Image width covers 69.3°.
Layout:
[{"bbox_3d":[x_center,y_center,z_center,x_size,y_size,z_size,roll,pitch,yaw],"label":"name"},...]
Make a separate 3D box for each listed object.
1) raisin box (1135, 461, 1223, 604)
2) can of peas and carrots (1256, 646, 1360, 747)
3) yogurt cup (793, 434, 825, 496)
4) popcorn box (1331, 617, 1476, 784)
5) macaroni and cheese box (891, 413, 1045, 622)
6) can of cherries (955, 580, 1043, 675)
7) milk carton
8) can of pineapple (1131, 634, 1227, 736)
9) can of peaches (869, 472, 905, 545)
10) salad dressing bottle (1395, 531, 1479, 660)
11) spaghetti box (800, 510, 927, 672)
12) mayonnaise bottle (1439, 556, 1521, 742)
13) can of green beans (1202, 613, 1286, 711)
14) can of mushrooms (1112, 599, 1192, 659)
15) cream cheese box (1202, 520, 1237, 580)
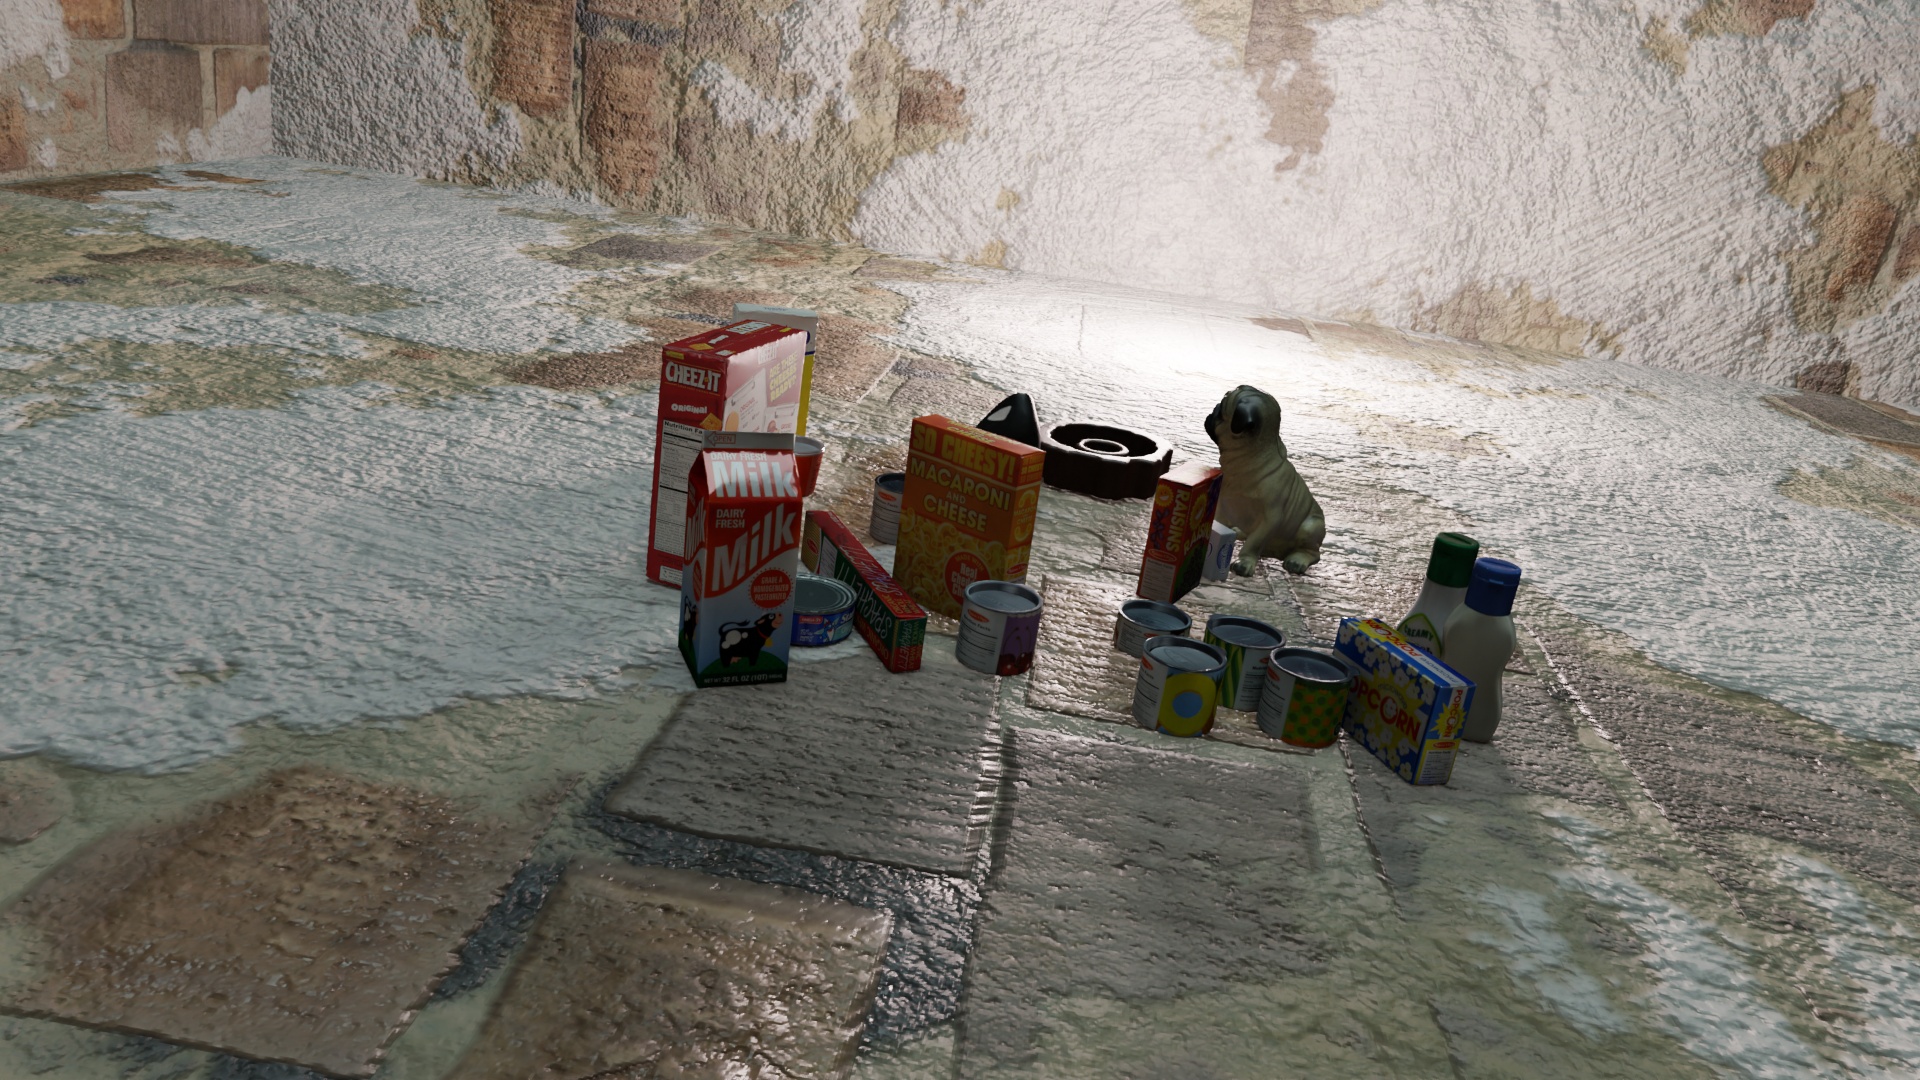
[{"bbox_3d":[0.214,-0.007,1.350,0.040,0.123,0.086,18,21,26],"label":"raisin box"},{"bbox_3d":[0.275,0.124,1.102,0.071,0.058,0.071,7,19,-2],"label":"can of peas and carrots"},{"bbox_3d":[-0.182,-0.080,1.497,0.072,0.053,0.072,7,19,-2],"label":"yogurt cup"},{"bbox_3d":[0.340,0.124,1.090,0.038,0.085,0.127,0,21,-22],"label":"popcorn box"},{"bbox_3d":[0.004,-0.015,1.222,0.124,0.165,0.040,21,23,33],"label":"macaroni and cheese box"},{"bbox_3d":[0.034,0.072,1.151,0.071,0.058,0.072,7,19,-2],"label":"can of cherries"},{"bbox_3d":[-0.167,0.009,1.049,0.072,0.189,0.073,-1,21,-24],"label":"milk carton"},{"bbox_3d":[0.173,0.114,1.091,0.071,0.057,0.071,7,19,-2],"label":"can of pineapple"},{"bbox_3d":[-0.055,-0.031,1.406,0.071,0.057,0.071,7,19,-2],"label":"can of peaches"},{"bbox_3d":[0.405,0.067,1.183,0.044,0.147,0.064,-6,23,-35],"label":"salad dressing bottle"},{"bbox_3d":[-0.088,0.039,1.207,0.029,0.050,0.251,-1,21,-24],"label":"spaghetti box"},{"bbox_3d":[0.419,0.088,1.129,0.065,0.147,0.041,14,20,16],"label":"mayonnaise bottle"},{"bbox_3d":[0.231,0.101,1.150,0.071,0.057,0.071,7,19,-2],"label":"can of green beans"},{"bbox_3d":[0.170,0.079,1.224,0.071,0.033,0.071,7,19,-2],"label":"can of mushrooms"},{"bbox_3d":[0.244,-0.001,1.448,0.024,0.053,0.104,-3,22,-29],"label":"cream cheese box"}]
